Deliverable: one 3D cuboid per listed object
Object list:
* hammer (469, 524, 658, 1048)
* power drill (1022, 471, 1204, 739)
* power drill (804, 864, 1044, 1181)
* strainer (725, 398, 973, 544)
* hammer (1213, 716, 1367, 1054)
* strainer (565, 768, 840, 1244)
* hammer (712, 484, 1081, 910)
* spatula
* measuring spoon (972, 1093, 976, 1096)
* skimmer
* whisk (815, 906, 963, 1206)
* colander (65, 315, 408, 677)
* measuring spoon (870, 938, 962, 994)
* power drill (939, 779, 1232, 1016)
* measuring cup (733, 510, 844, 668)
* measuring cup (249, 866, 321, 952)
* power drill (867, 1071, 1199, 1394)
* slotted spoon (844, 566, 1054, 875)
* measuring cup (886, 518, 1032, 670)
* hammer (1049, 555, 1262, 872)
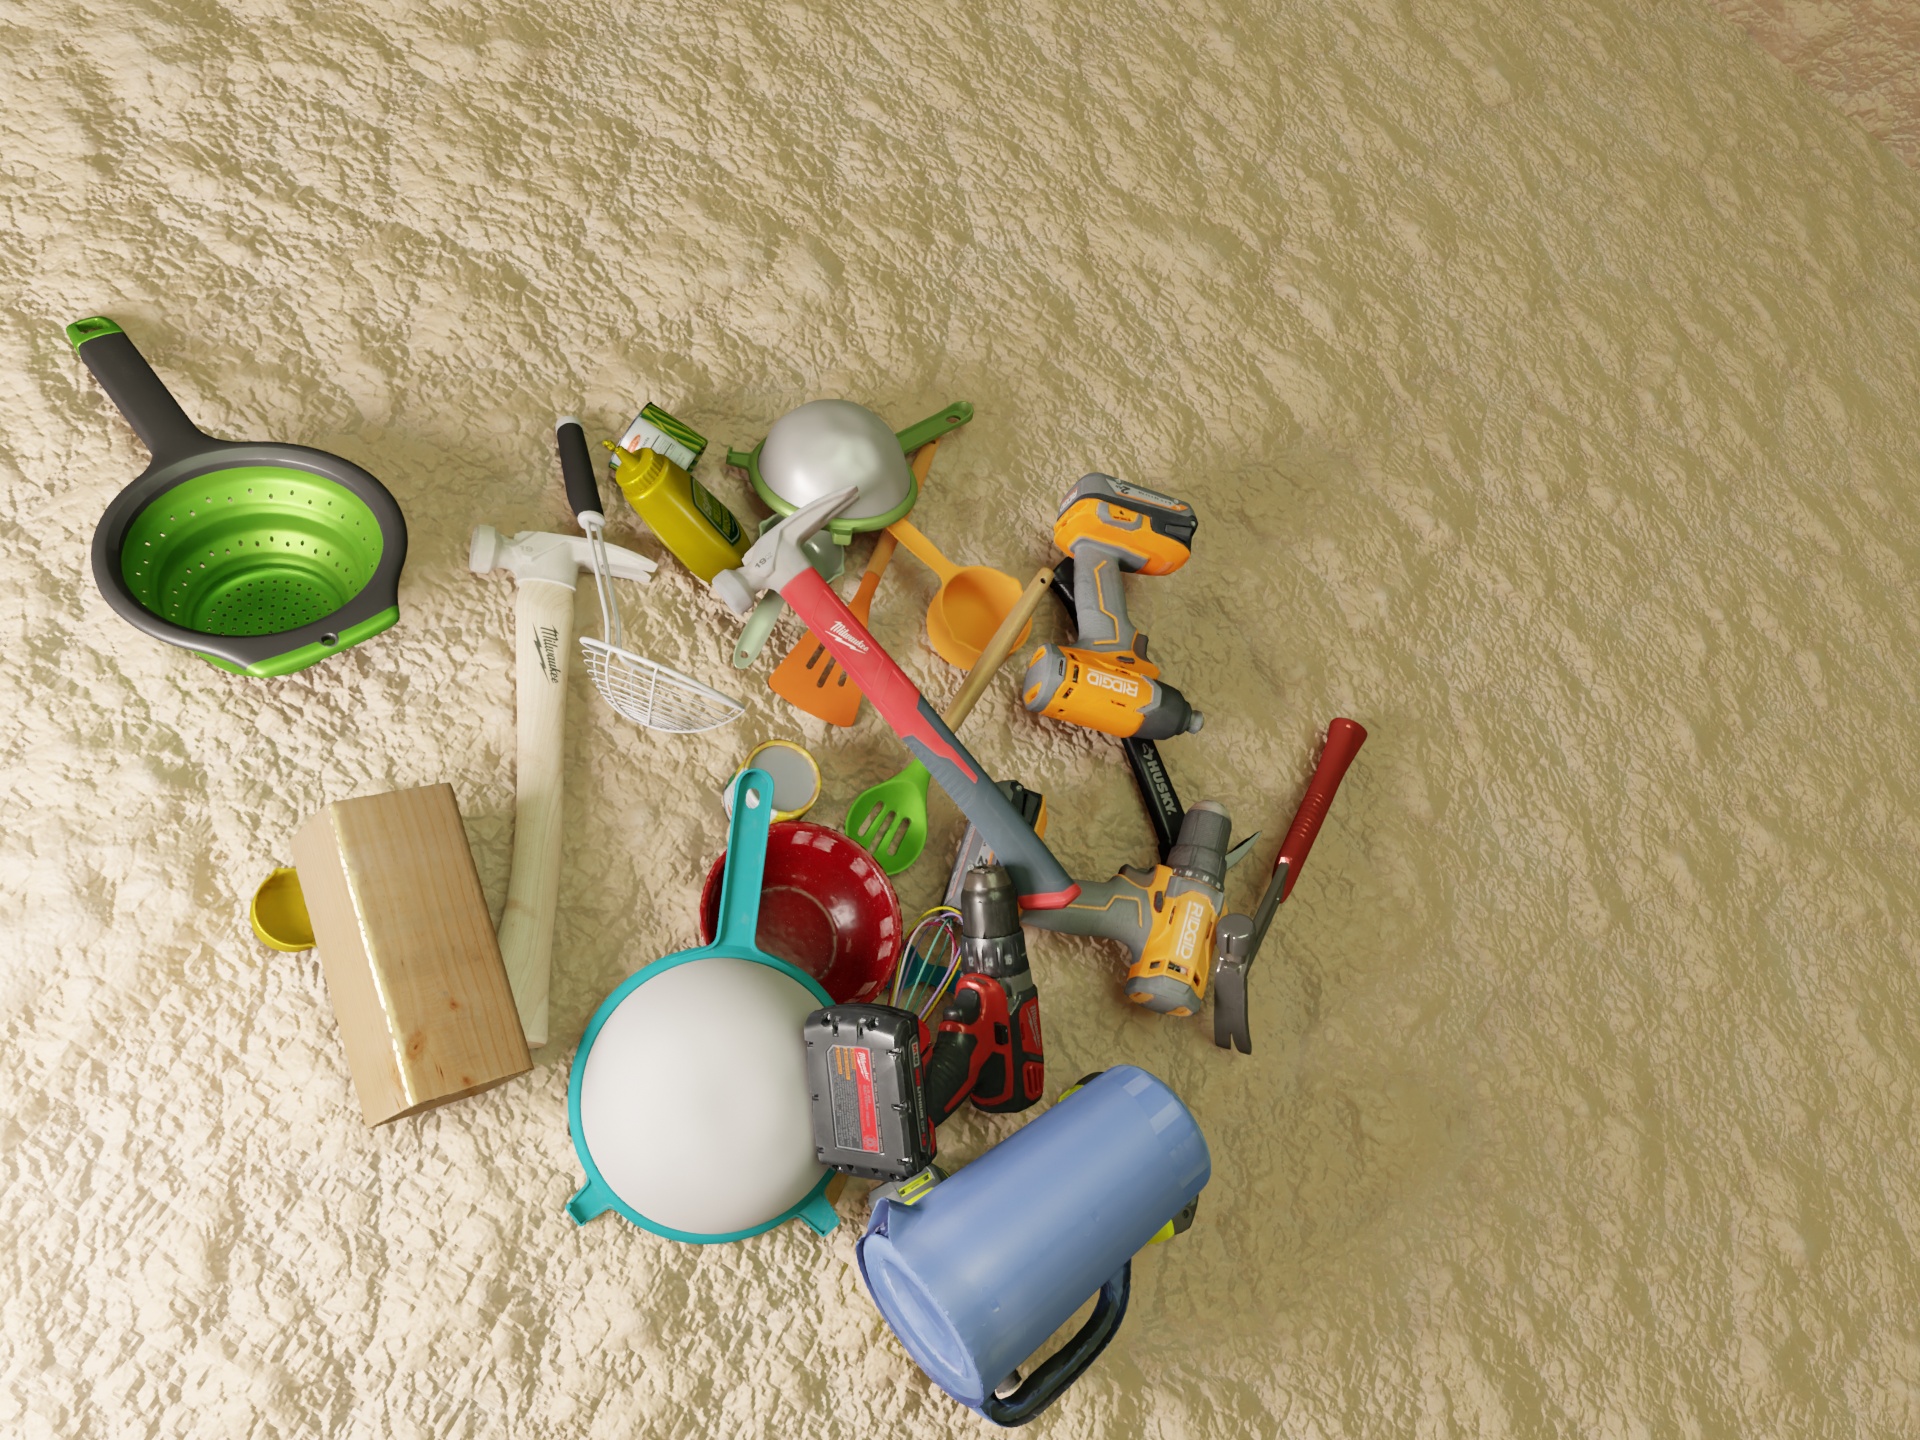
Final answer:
[{"bbox_3d":[-0.311,0.043,1.212,0.146,0.038,0.411,7,65,-23],"label":"hammer"},{"bbox_3d":[0.150,-0.092,1.418,0.164,0.084,0.227,16,66,-16],"label":"power drill"},{"bbox_3d":[-0.014,0.214,1.146,0.226,0.080,0.188,-14,100,-58],"label":"power drill"},{"bbox_3d":[-0.072,-0.256,1.414,0.152,0.069,0.256,38,48,22],"label":"strainer"},{"bbox_3d":[0.299,0.125,1.425,0.037,0.149,0.359,13,43,24],"label":"hammer"},{"bbox_3d":[-0.157,0.202,1.112,0.211,0.095,0.340,8,84,-15],"label":"strainer"},{"bbox_3d":[-0.027,-0.012,1.269,0.143,0.038,0.386,-39,78,-8],"label":"hammer"},{"bbox_3d":[-0.075,-0.140,1.412,0.081,0.041,0.323,28,55,-11],"label":"spatula"},{"bbox_3d":[0.017,0.242,1.278,0.034,0.018,0.124,18,62,-26],"label":"measuring spoon"},{"bbox_3d":[-0.256,-0.130,1.229,0.127,0.090,0.364,28,32,-46],"label":"skimmer"},{"bbox_3d":[-0.056,0.253,1.218,0.047,0.051,0.245,25,69,1],"label":"whisk"},{"bbox_3d":[-0.554,-0.153,1.173,0.204,0.094,0.397,-29,63,-31],"label":"colander"},{"bbox_3d":[-0.018,0.209,1.284,0.128,0.021,0.042,21,67,-25],"label":"measuring spoon"},{"bbox_3d":[0.116,0.123,1.318,0.226,0.084,0.185,22,67,-6],"label":"power drill"},{"bbox_3d":[-0.158,-0.104,1.349,0.083,0.038,0.168,29,60,-10],"label":"measuring cup"},{"bbox_3d":[-0.431,0.117,1.136,0.156,0.029,0.062,-27,84,-43],"label":"measuring cup"},{"bbox_3d":[0.062,0.381,1.205,0.223,0.080,0.171,-24,78,-27],"label":"power drill"},{"bbox_3d":[-0.002,-0.004,1.340,0.070,0.031,0.314,35,72,-7],"label":"slotted spoon"},{"bbox_3d":[-0.017,-0.116,1.410,0.173,0.052,0.095,44,57,2],"label":"measuring cup"},{"bbox_3d":[0.157,-0.002,1.446,0.146,0.035,0.335,-12,72,-28],"label":"hammer"}]
